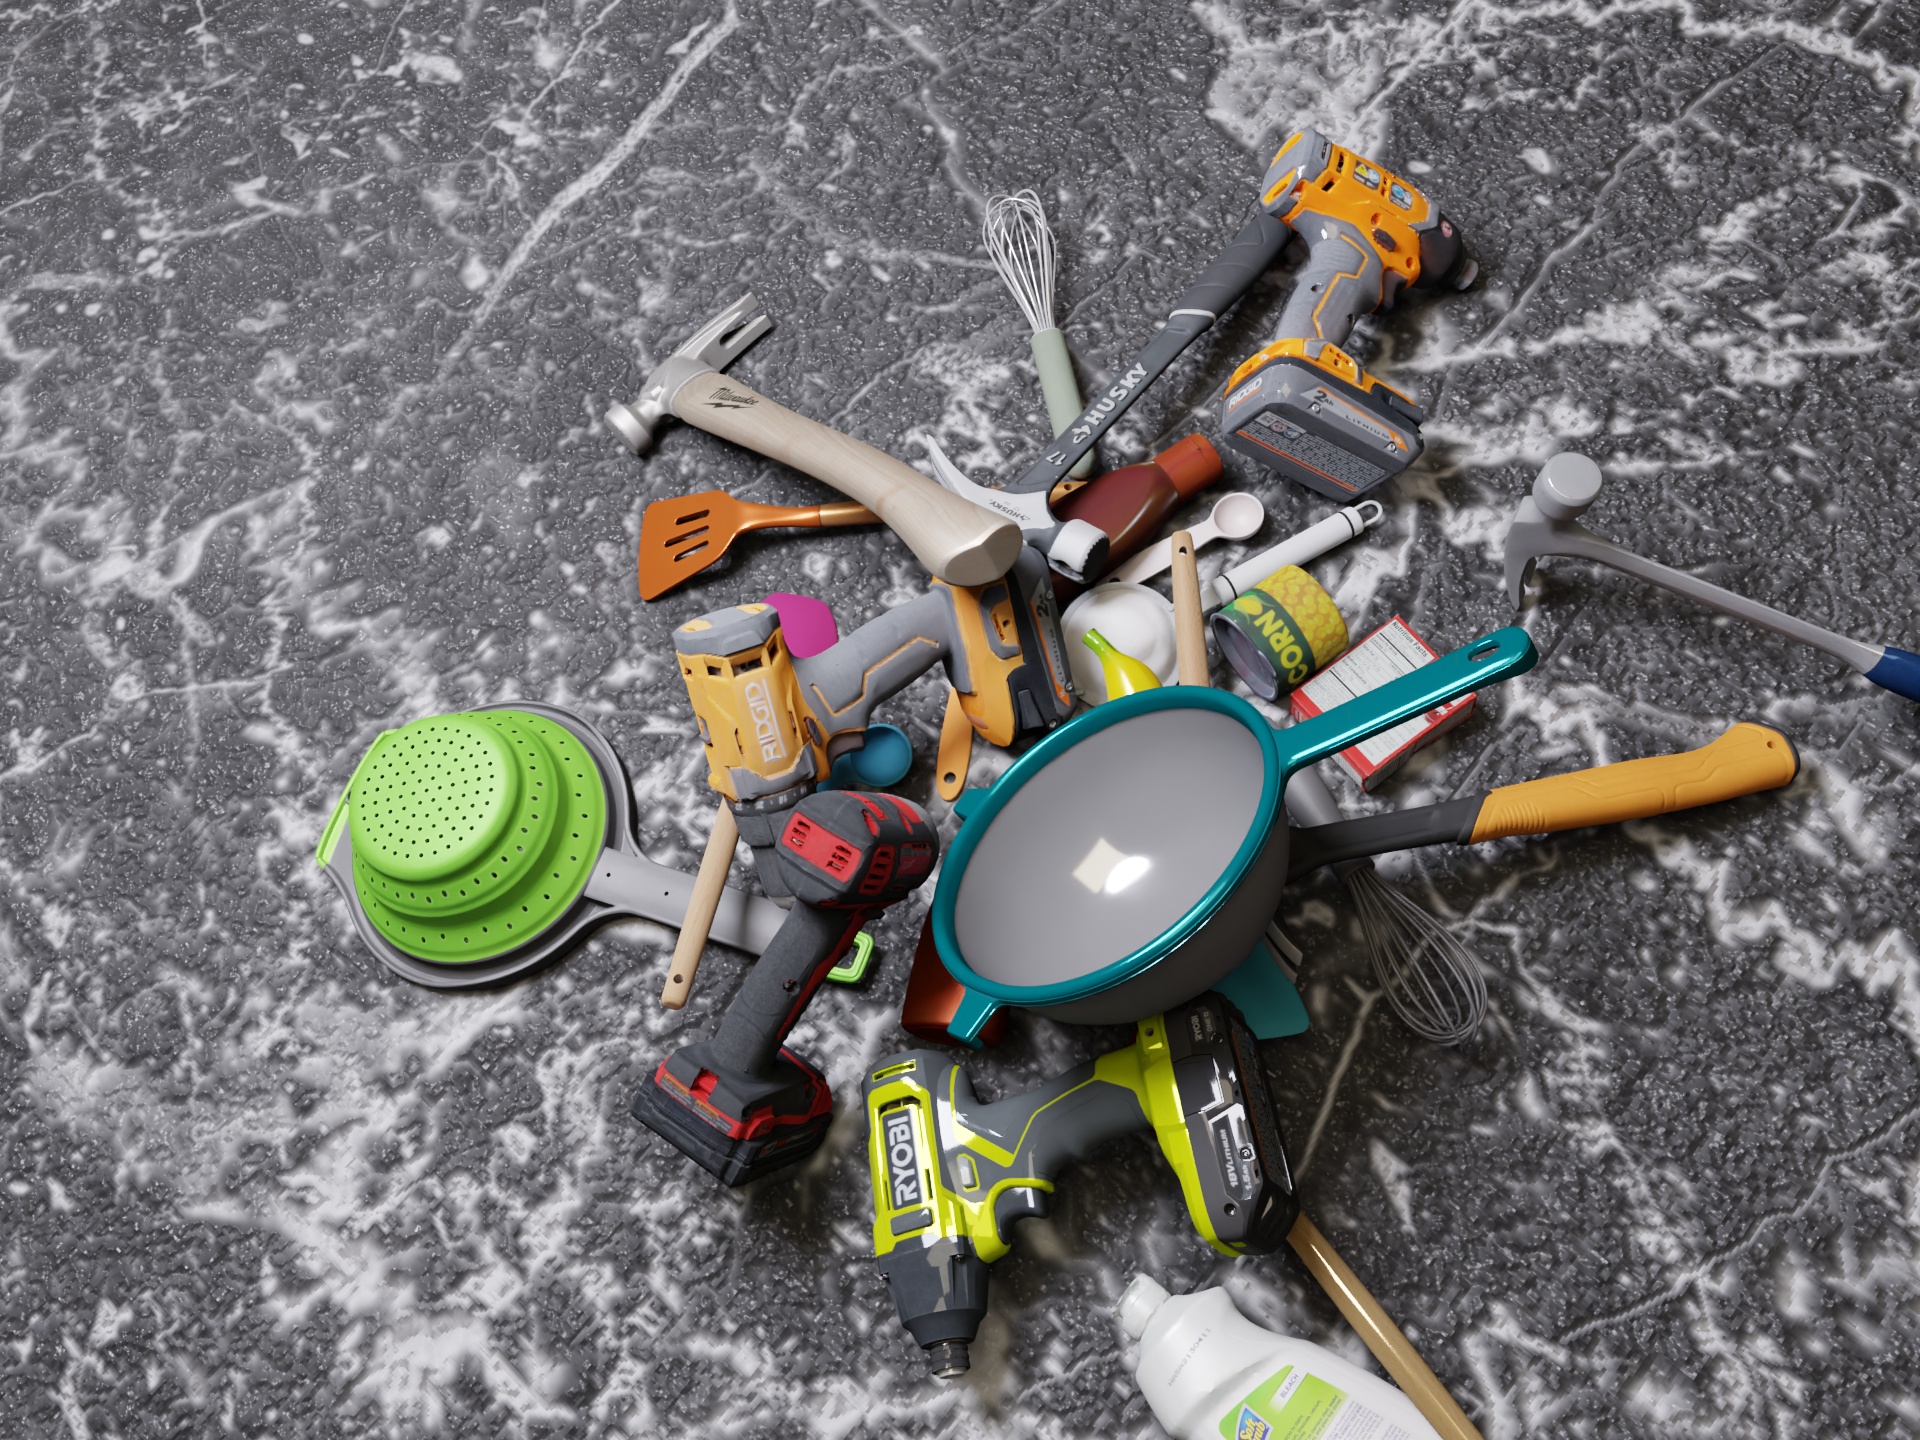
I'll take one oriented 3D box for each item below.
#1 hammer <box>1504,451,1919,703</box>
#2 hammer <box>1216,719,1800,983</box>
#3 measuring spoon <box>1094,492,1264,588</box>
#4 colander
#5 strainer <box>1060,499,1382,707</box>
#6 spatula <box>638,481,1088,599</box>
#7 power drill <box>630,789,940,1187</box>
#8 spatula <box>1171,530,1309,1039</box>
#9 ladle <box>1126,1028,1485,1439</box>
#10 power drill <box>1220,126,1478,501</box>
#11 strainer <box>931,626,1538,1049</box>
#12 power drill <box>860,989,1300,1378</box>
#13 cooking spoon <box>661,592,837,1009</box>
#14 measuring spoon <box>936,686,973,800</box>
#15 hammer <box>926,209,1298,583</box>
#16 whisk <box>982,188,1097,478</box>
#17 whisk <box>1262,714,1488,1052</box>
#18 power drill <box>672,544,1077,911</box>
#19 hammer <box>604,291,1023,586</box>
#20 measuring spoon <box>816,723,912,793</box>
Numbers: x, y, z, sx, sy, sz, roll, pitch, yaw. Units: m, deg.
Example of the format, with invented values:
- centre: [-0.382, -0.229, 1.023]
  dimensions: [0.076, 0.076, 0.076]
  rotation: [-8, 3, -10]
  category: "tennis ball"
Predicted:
- centre: [0.510, -0.038, 0.913]
  dimensions: [0.405, 0.144, 0.035]
  rotation: [24, 74, 10]
  category: "hammer"
- centre: [0.318, 0.057, 0.904]
  dimensions: [0.337, 0.034, 0.127]
  rotation: [-11, 51, -5]
  category: "hammer"
- centre: [0.146, -0.112, 1.061]
  dimensions: [0.124, 0.018, 0.034]
  rotation: [-28, 61, 5]
  category: "measuring spoon"
- centre: [-0.245, 0.083, 0.996]
  dimensions: [0.397, 0.094, 0.205]
  rotation: [15, 69, 17]
  category: "colander"
- centre: [0.162, -0.082, 1.028]
  dimensions: [0.258, 0.050, 0.087]
  rotation: [-28, 78, -7]
  category: "strainer"
- centre: [-0.071, -0.140, 1.108]
  dimensions: [0.322, 0.041, 0.081]
  rotation: [-5, 64, 4]
  category: "spatula"
- centre: [-0.084, 0.140, 0.895]
  dimensions: [0.079, 0.143, 0.219]
  rotation: [30, 97, 20]
  category: "power drill"
- centre: [0.149, 0.033, 0.957]
  dimensions: [0.082, 0.044, 0.318]
  rotation: [-4, 76, 3]
  category: "spatula"
- centre: [0.189, 0.279, 0.831]
  dimensions: [0.069, 0.031, 0.316]
  rotation: [-36, 52, -5]
  category: "ladle"
- centre: [0.265, -0.265, 1.053]
  dimensions: [0.164, 0.084, 0.227]
  rotation: [22, 68, -18]
  category: "power drill"
- centre: [0.148, 0.059, 0.830]
  dimensions: [0.340, 0.095, 0.211]
  rotation: [-27, 32, 19]
  category: "strainer"
- centre: [0.058, 0.244, 0.854]
  dimensions: [0.223, 0.080, 0.171]
  rotation: [-21, 57, 18]
  category: "power drill"
- centre: [-0.137, 0.038, 0.999]
  dimensions: [0.069, 0.017, 0.319]
  rotation: [11, 53, 1]
  category: "cooking spoon"
- centre: [-0.002, -0.003, 1.036]
  dimensions: [0.021, 0.011, 0.117]
  rotation: [3, 66, 12]
  category: "measuring spoon"
- centre: [0.142, -0.262, 1.085]
  dimensions: [0.149, 0.036, 0.409]
  rotation: [31, 66, 25]
  category: "hammer"
- centre: [0.061, -0.279, 1.135]
  dimensions: [0.058, 0.059, 0.247]
  rotation: [-35, 59, 44]
  category: "whisk"
- centre: [0.231, 0.089, 0.932]
  dimensions: [0.055, 0.055, 0.239]
  rotation: [-27, 59, -3]
  category: "whisk"
- centre: [-0.045, 0.000, 0.963]
  dimensions: [0.226, 0.084, 0.185]
  rotation: [-19, 107, -21]
  category: "power drill"
- centre: [-0.089, -0.183, 1.039]
  dimensions: [0.146, 0.038, 0.411]
  rotation: [-45, 44, -11]
  category: "hammer"
- centre: [-0.091, 0.042, 1.025]
  dimensions: [0.128, 0.021, 0.042]
  rotation: [-23, 73, -2]
  category: "measuring spoon"
